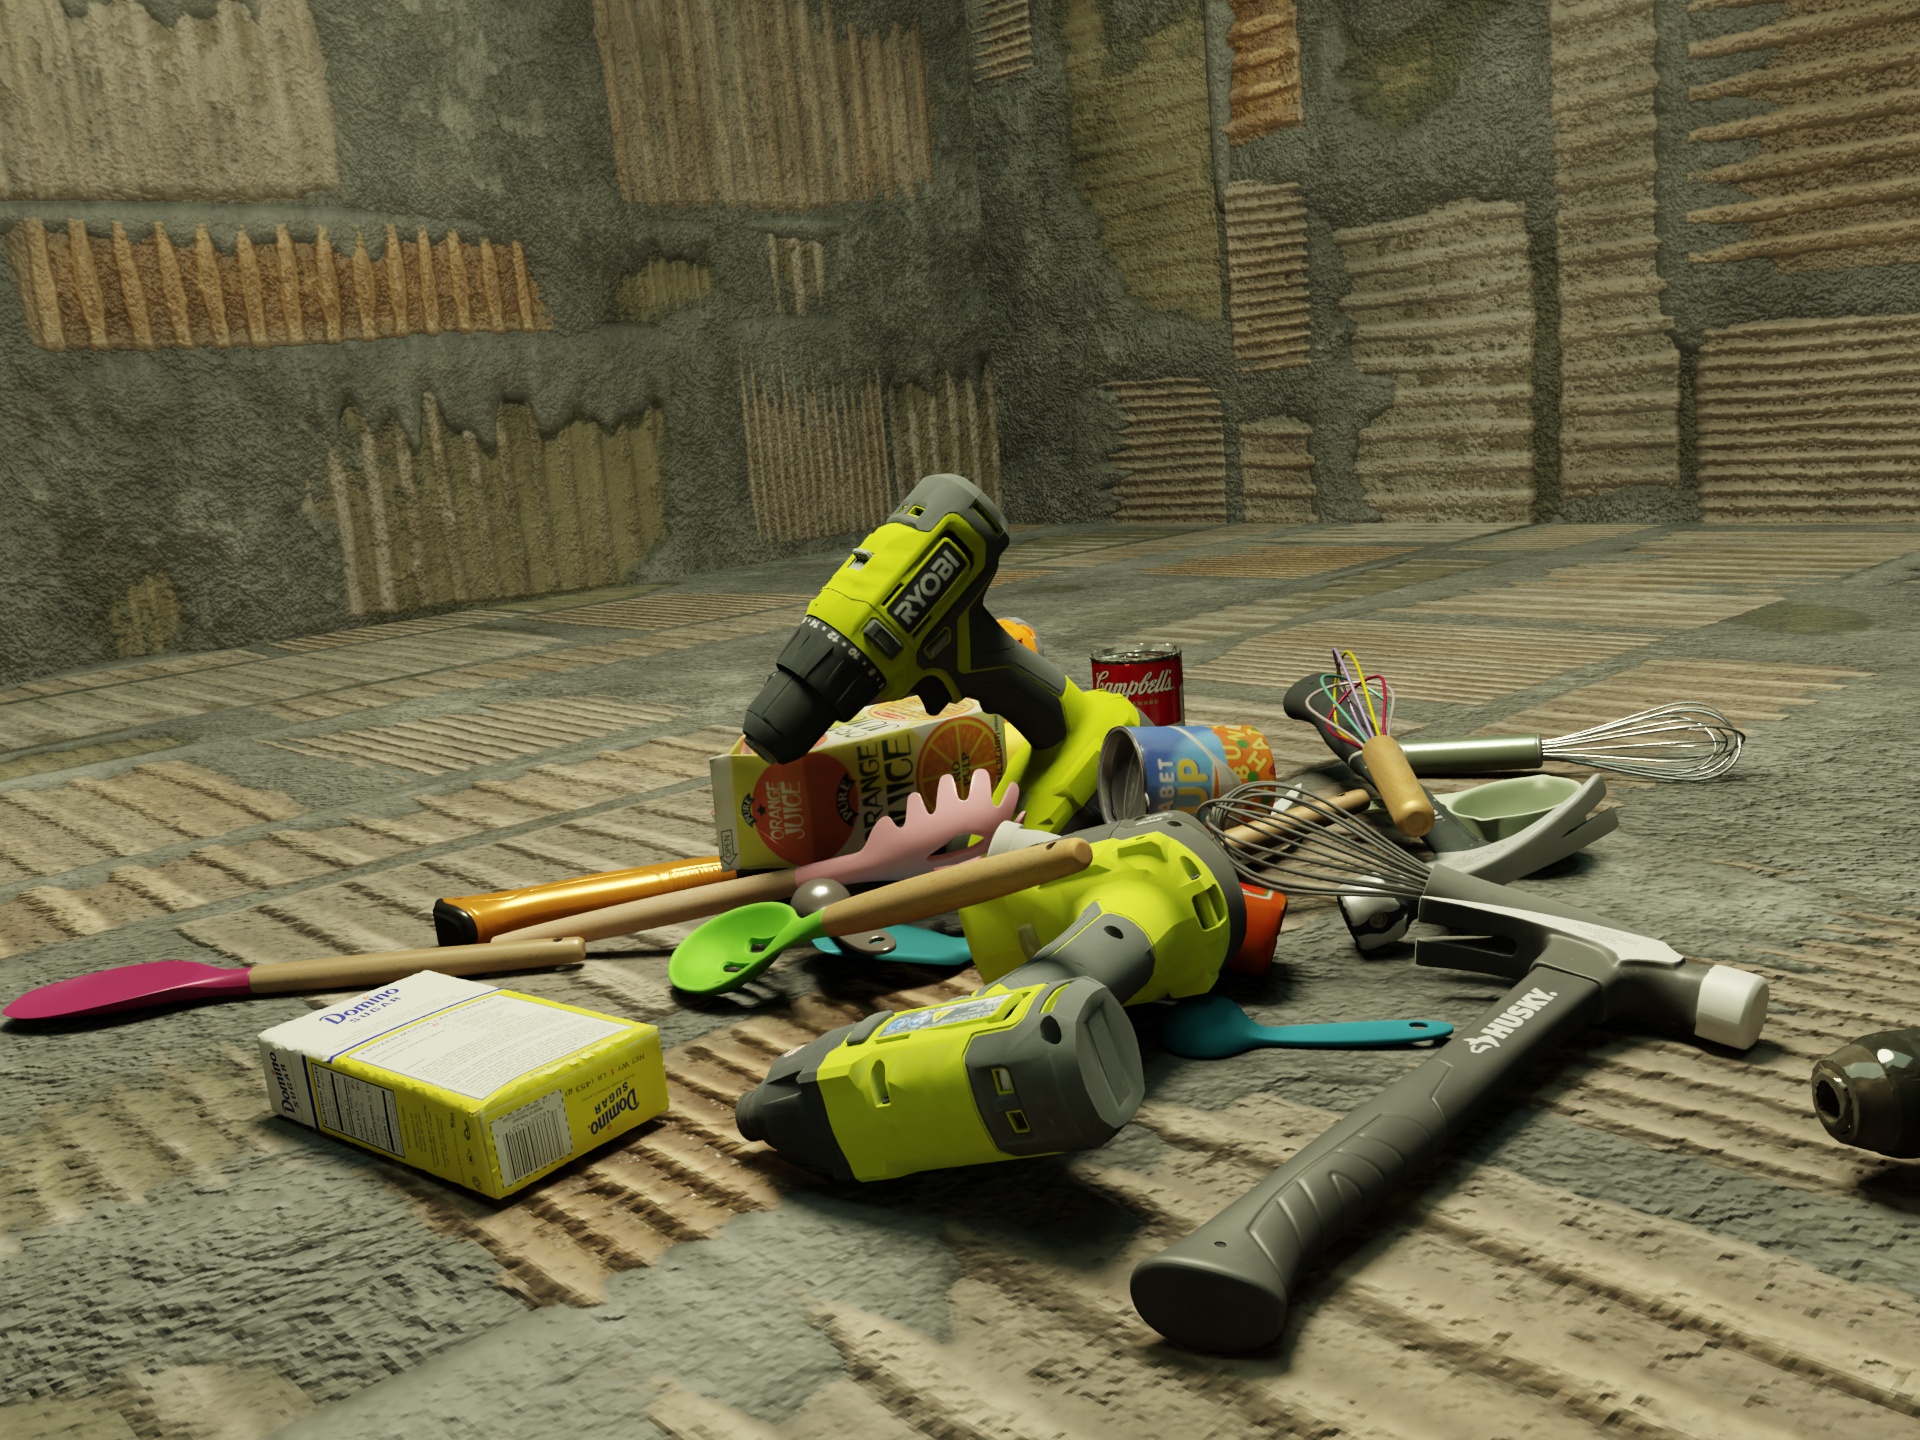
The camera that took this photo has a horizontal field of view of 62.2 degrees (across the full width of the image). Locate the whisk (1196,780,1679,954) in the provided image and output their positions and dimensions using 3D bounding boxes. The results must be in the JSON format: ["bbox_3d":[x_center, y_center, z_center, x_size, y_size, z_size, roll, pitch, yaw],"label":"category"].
[{"bbox_3d":[0.227,0.082,0.769,0.239,0.055,0.055,20,20,21],"label":"whisk"}]

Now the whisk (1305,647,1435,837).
[{"bbox_3d":[0.243,0.014,0.932,0.051,0.047,0.245,32,19,-8],"label":"whisk"}]

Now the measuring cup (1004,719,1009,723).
[{"bbox_3d":[0.000,0.021,1.278,0.173,0.052,0.095,-17,1,30],"label":"measuring cup"}]

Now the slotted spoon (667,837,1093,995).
[{"bbox_3d":[-0.046,0.092,0.746,0.314,0.031,0.070,-22,20,49],"label":"slotted spoon"}]

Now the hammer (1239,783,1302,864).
[{"bbox_3d":[0.060,0.052,1.115,0.144,0.035,0.406,-13,14,-35],"label":"hammer"}]

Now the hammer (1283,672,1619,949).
[{"bbox_3d":[0.265,0.027,0.987,0.149,0.036,0.409,-23,13,6],"label":"hammer"}]

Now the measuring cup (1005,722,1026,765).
[{"bbox_3d":[-0.010,0.018,1.145,0.156,0.029,0.062,2,13,24],"label":"measuring cup"}]

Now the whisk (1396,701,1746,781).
[{"bbox_3d":[0.414,0.021,1.114,0.246,0.058,0.059,-4,-23,21],"label":"whisk"}]

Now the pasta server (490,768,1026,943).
[{"bbox_3d":[-0.117,0.091,0.901,0.316,0.060,0.040,-13,36,8],"label":"pasta server"}]

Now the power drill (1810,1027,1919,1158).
[{"bbox_3d":[0.396,0.135,0.474,0.188,0.080,0.227,-5,9,-1],"label":"power drill"}]

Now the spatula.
[{"bbox_3d":[0.075,0.083,0.862,0.317,0.044,0.082,-18,9,-8],"label":"spatula"}]

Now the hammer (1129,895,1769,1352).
[{"bbox_3d":[0.176,0.142,0.605,0.146,0.035,0.334,15,23,41],"label":"hammer"}]

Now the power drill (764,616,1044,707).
[{"bbox_3d":[-0.062,-0.028,1.331,0.226,0.084,0.164,-13,3,44],"label":"power drill"}]

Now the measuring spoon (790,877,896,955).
[{"bbox_3d":[-0.059,0.099,0.817,0.034,0.018,0.124,-15,11,-20],"label":"measuring spoon"}]

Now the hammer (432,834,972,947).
[{"bbox_3d":[-0.157,0.094,1.002,0.336,0.034,0.127,-9,13,-20],"label":"hammer"}]

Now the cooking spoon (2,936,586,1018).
[{"bbox_3d":[-0.370,0.143,0.891,0.319,0.017,0.069,-6,12,-1],"label":"cooking spoon"}]

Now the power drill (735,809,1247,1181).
[{"bbox_3d":[0.020,0.118,0.677,0.171,0.080,0.223,-17,7,31],"label":"power drill"}]

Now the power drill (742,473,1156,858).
[{"bbox_3d":[-0.001,-0.003,0.931,0.190,0.228,0.080,-50,27,-11],"label":"power drill"}]

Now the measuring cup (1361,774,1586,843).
[{"bbox_3d":[0.295,0.065,0.963,0.167,0.038,0.083,-7,12,45],"label":"measuring cup"}]

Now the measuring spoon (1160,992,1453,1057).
[{"bbox_3d":[0.153,0.132,0.711,0.128,0.021,0.042,-4,12,12],"label":"measuring spoon"}]
